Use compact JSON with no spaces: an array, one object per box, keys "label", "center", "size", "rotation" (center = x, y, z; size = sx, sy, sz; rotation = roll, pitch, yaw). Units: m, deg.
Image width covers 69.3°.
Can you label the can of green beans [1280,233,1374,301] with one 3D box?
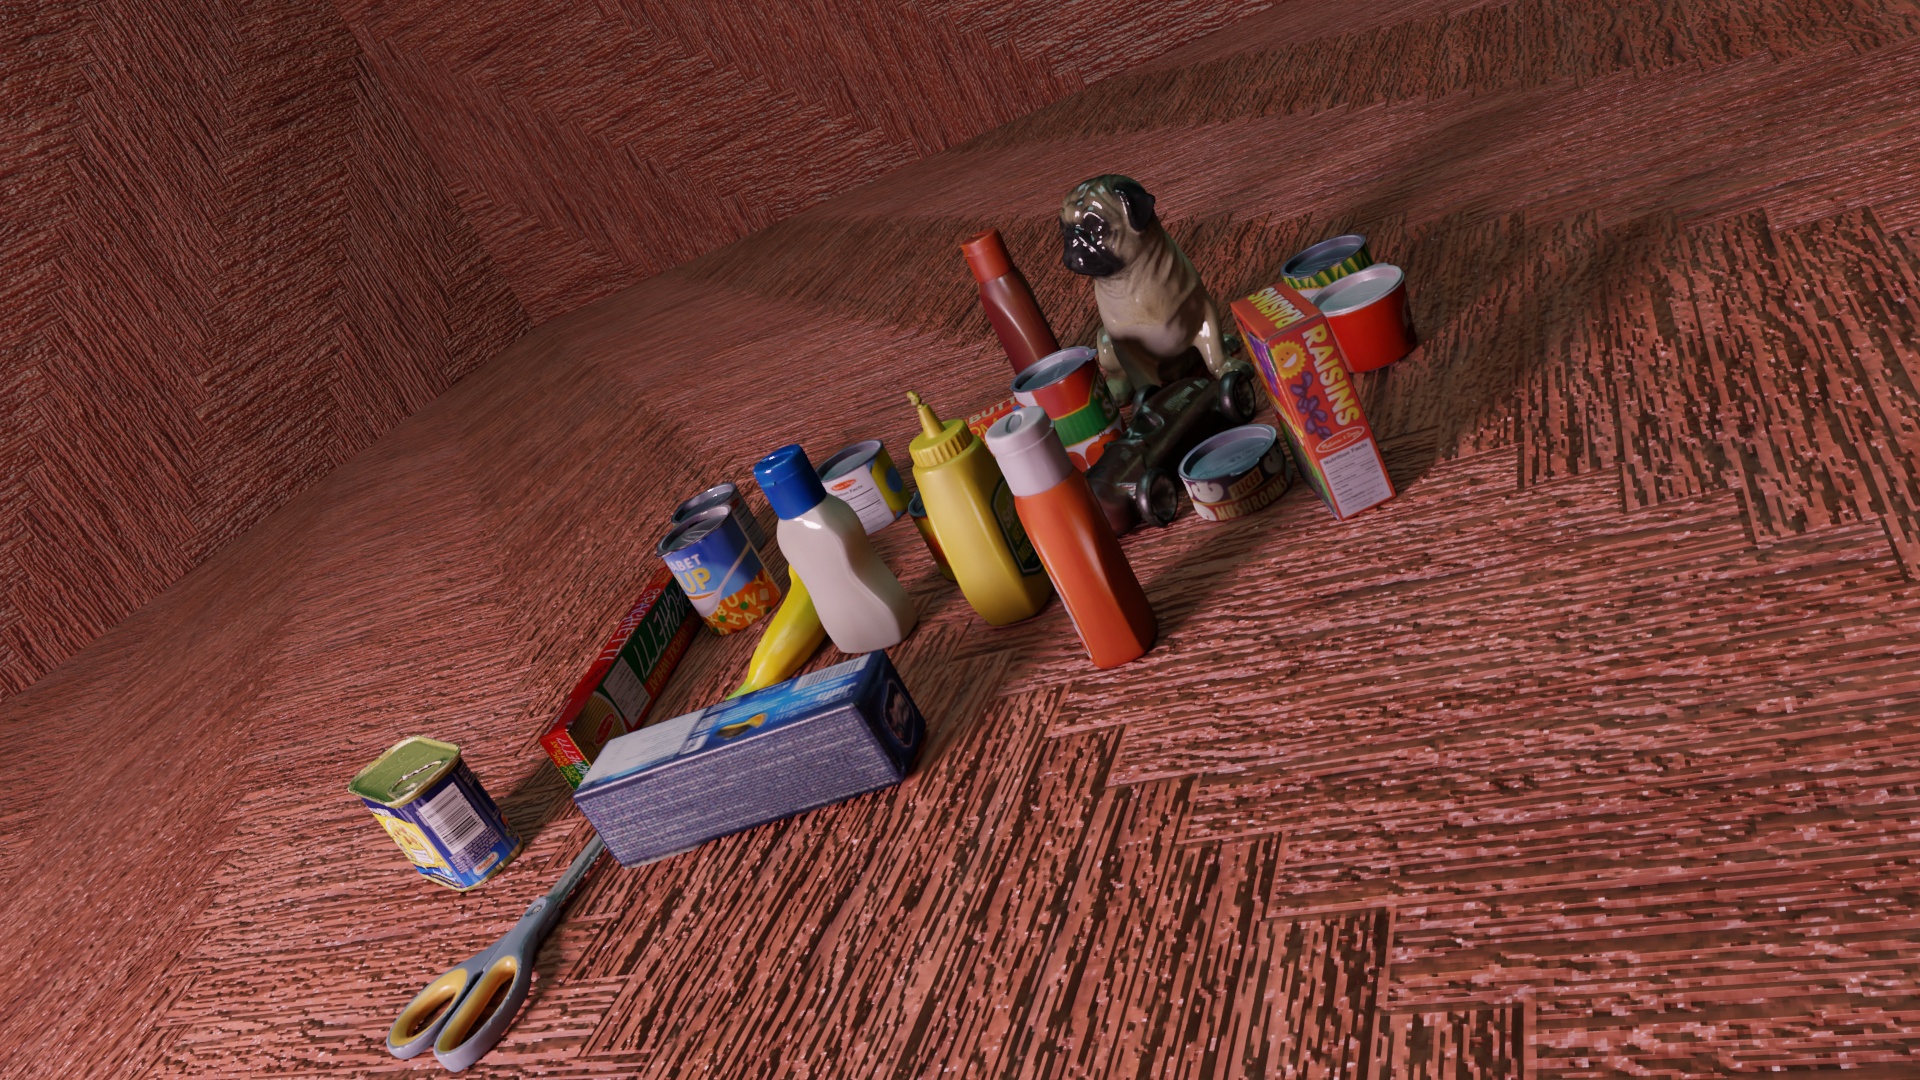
[{"label":"can of green beans","center":[0.285,-0.192,1.058],"size":[0.071,0.057,0.071],"rotation":[-24,22,10]}]

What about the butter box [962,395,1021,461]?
[{"label":"butter box","center":[0.036,-0.083,1.114],"size":[0.103,0.053,0.024],"rotation":[-24,21,9]}]

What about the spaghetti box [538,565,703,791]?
[{"label":"spaghetti box","center":[-0.246,0.094,1.054],"size":[0.028,0.050,0.251],"rotation":[-20,23,19]}]

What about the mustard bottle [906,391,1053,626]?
[{"label":"mustard bottle","center":[0.006,-0.024,0.870],"size":[0.048,0.159,0.066],"rotation":[-17,24,26]}]

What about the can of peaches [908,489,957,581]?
[{"label":"can of peaches","center":[0.004,-0.012,0.986],"size":[0.071,0.058,0.071],"rotation":[-24,22,10]}]

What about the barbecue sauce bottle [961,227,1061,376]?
[{"label":"barbecue sauce bottle","center":[0.048,-0.207,1.250],"size":[0.044,0.148,0.065],"rotation":[-34,22,-15]}]

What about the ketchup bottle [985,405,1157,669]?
[{"label":"ketchup bottle","center":[0.062,-0.003,0.773],"size":[0.043,0.148,0.065],"rotation":[-22,22,14]}]

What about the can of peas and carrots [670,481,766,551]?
[{"label":"can of peas and carrots","center":[-0.217,-0.010,1.242],"size":[0.071,0.058,0.071],"rotation":[-24,22,10]}]

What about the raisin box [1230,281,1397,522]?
[{"label":"raisin box","center":[0.206,-0.083,0.817],"size":[0.040,0.123,0.086],"rotation":[-25,21,8]}]

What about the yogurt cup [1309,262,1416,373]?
[{"label":"yogurt cup","center":[0.286,-0.154,0.976],"size":[0.072,0.053,0.073],"rotation":[-24,22,10]}]

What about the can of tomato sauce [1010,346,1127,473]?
[{"label":"can of tomato sauce","center":[0.086,-0.094,1.038],"size":[0.071,0.083,0.071],"rotation":[-24,22,10]}]

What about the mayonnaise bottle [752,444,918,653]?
[{"label":"mayonnaise bottle","center":[-0.087,0.006,0.929],"size":[0.064,0.147,0.041],"rotation":[-12,26,35]}]

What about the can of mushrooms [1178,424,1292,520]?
[{"label":"can of mushrooms","center":[0.176,-0.043,0.884],"size":[0.071,0.033,0.071],"rotation":[-24,22,10]}]

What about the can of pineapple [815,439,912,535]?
[{"label":"can of pineapple","center":[-0.081,-0.044,1.159],"size":[0.071,0.057,0.071],"rotation":[-24,22,10]}]

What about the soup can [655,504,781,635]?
[{"label":"soup can","center":[-0.192,0.025,1.099],"size":[0.071,0.083,0.071],"rotation":[-24,22,10]}]
